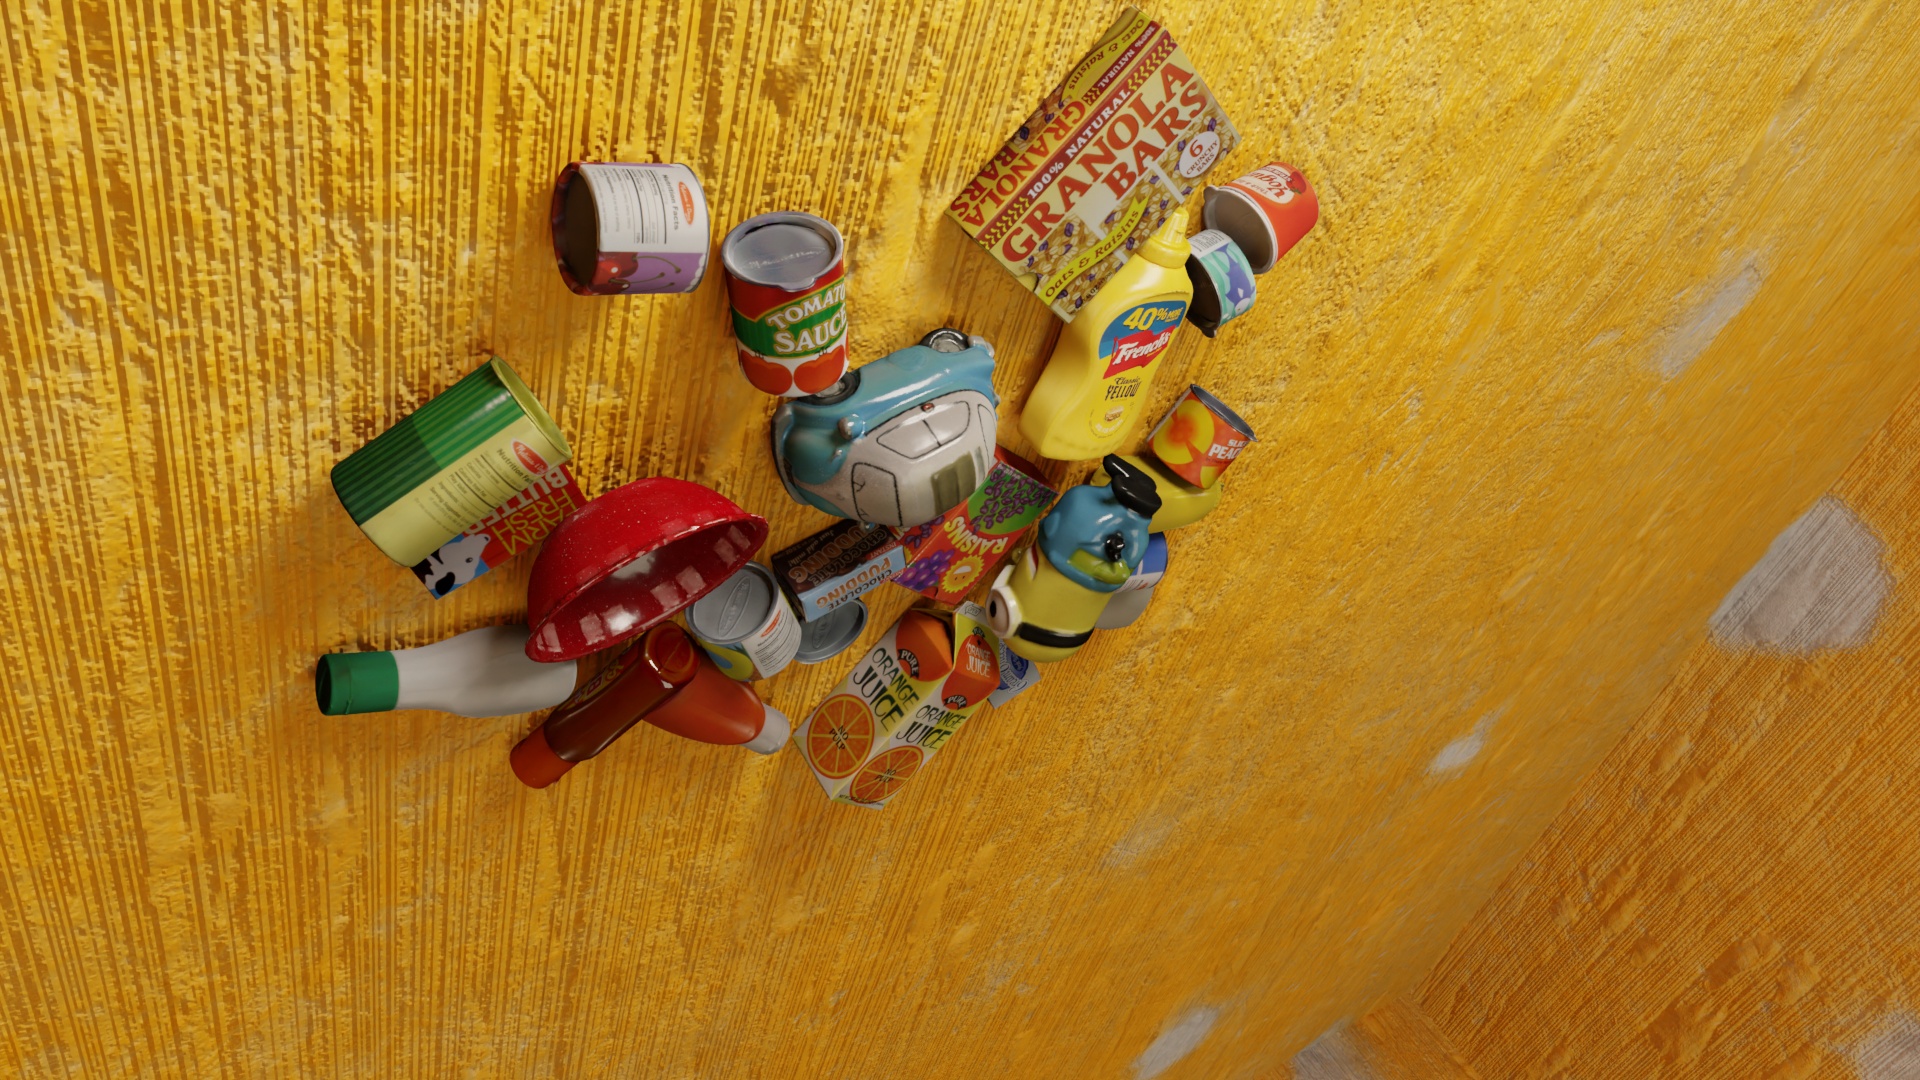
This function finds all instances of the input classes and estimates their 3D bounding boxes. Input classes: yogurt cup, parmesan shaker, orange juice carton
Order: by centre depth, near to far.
[{"bbox_3d":[-0.269,-0.043,0.731,0.103,0.071,0.071,-35,145,-4],"label":"parmesan shaker"},{"bbox_3d":[0.211,-0.227,0.966,0.054,0.072,0.072,-36,146,-18],"label":"yogurt cup"},{"bbox_3d":[-0.040,0.124,1.126,0.192,0.073,0.072,-47,144,12],"label":"orange juice carton"}]

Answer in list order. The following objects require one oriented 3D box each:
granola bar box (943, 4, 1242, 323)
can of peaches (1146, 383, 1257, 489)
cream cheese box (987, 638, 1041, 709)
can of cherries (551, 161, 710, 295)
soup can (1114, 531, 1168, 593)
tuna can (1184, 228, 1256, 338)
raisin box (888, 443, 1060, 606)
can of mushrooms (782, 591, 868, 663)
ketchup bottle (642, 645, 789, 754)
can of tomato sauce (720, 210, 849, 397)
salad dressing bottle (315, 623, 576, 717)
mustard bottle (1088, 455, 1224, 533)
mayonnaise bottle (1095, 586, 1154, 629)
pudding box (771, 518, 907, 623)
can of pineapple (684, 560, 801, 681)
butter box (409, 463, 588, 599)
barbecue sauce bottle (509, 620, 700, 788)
[{"bbox_3d":[0.086,-0.229,0.868,0.165,0.039,0.124,-46,145,10],"label":"granola bar box"},{"bbox_3d":[0.192,-0.081,1.107,0.071,0.071,0.058,15,120,-50],"label":"can of peaches"},{"bbox_3d":[0.034,0.105,1.215,0.053,0.024,0.103,-33,145,-6],"label":"cream cheese box"},{"bbox_3d":[-0.167,-0.155,0.698,0.058,0.072,0.071,-10,136,-35],"label":"can of cherries"},{"bbox_3d":[0.119,0.010,1.151,0.084,0.071,0.071,-6,134,-37],"label":"soup can"},{"bbox_3d":[0.177,-0.181,0.979,0.033,0.071,0.070,-30,145,-13],"label":"tuna can"},{"bbox_3d":[0.004,-0.013,1.039,0.123,0.040,0.086,-47,146,13],"label":"raisin box"},{"bbox_3d":[-0.106,0.056,1.022,0.071,0.033,0.070,-25,144,-20],"label":"can of mushrooms"},{"bbox_3d":[-0.178,0.123,1.023,0.064,0.044,0.148,-39,146,5],"label":"ketchup bottle"},{"bbox_3d":[-0.096,-0.131,0.785,0.071,0.071,0.082,-24,143,-20],"label":"can of tomato sauce"},{"bbox_3d":[-0.314,0.083,0.854,0.148,0.044,0.064,-1,133,-41],"label":"salad dressing bottle"},{"bbox_3d":[0.173,-0.038,1.147,0.160,0.065,0.048,-3,128,-46],"label":"mustard bottle"},{"bbox_3d":[0.100,0.050,1.200,0.148,0.041,0.064,-1,130,-40],"label":"mayonnaise bottle"},{"bbox_3d":[-0.085,0.017,0.982,0.084,0.050,0.030,-27,143,-16],"label":"pudding box"},{"bbox_3d":[-0.150,0.055,0.955,0.071,0.071,0.057,-32,145,-10],"label":"can of pineapple"},{"bbox_3d":[-0.270,-0.012,0.801,0.104,0.024,0.053,-31,145,-11],"label":"butter box"},{"bbox_3d":[-0.242,0.115,0.935,0.148,0.065,0.043,-38,103,20],"label":"barbecue sauce bottle"}]
